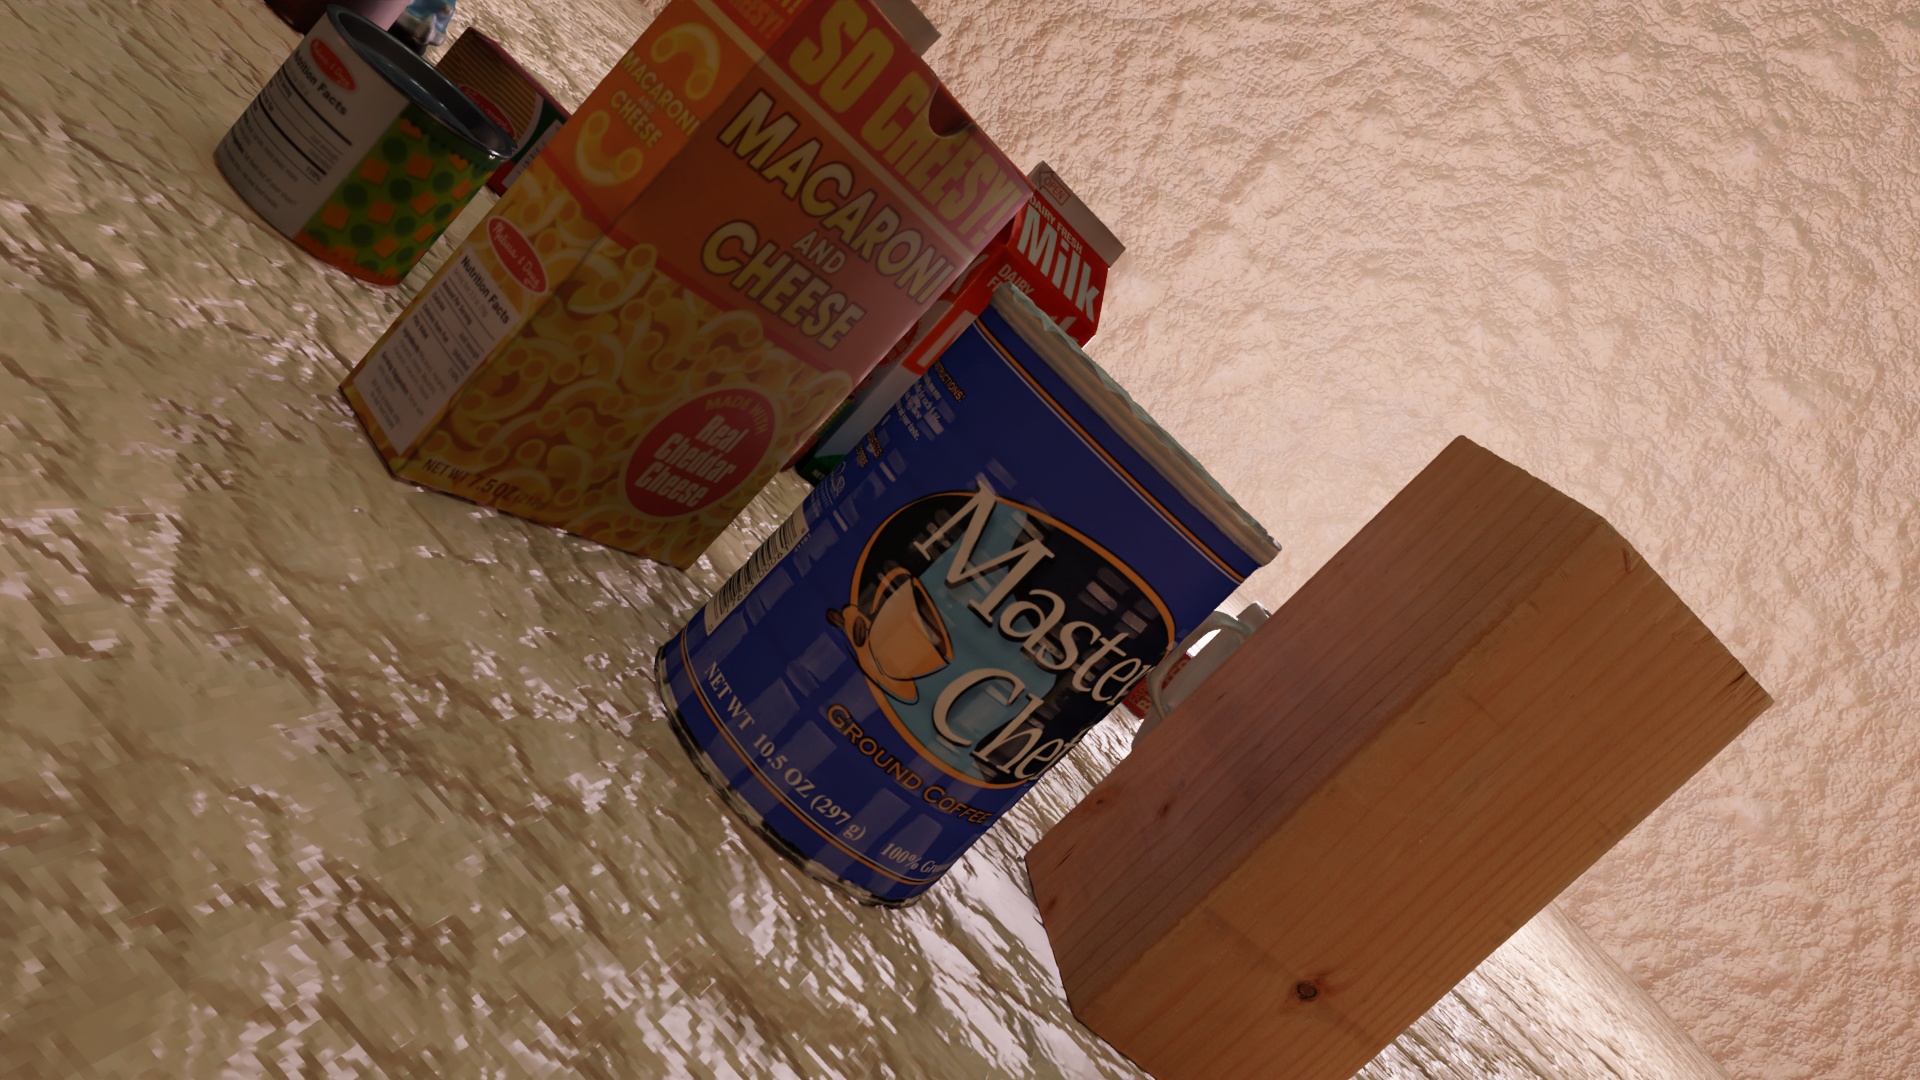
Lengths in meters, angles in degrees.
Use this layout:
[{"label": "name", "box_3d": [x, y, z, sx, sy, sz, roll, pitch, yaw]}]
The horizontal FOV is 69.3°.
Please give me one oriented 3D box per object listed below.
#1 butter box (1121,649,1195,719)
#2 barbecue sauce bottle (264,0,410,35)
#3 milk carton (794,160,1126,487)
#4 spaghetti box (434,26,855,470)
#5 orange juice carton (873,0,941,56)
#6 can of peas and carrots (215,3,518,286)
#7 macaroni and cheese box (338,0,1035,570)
[{"label": "butter box", "box_3d": [0.111, 0.066, 0.887, 0.024, 0.053, 0.104, 40, 10, -26]}, {"label": "barbecue sauce bottle", "box_3d": [-0.246, -0.287, 0.621, 0.043, 0.148, 0.065, 45, 9, 2]}, {"label": "milk carton", "box_3d": [-0.002, -0.099, 0.705, 0.072, 0.190, 0.074, 38, 11, -34]}, {"label": "spaghetti box", "box_3d": [-0.154, -0.136, 0.658, 0.250, 0.050, 0.029, 44, 9, 0]}, {"label": "orange juice carton", "box_3d": [-0.093, -0.157, 0.567, 0.071, 0.192, 0.073, 36, 13, -44]}, {"label": "can of peas and carrots", "box_3d": [-0.186, -0.123, 0.439, 0.071, 0.058, 0.071, 43, 9, -9]}, {"label": "macaroni and cheese box", "box_3d": [-0.068, -0.073, 0.392, 0.040, 0.166, 0.123, 49, 10, 26]}]
